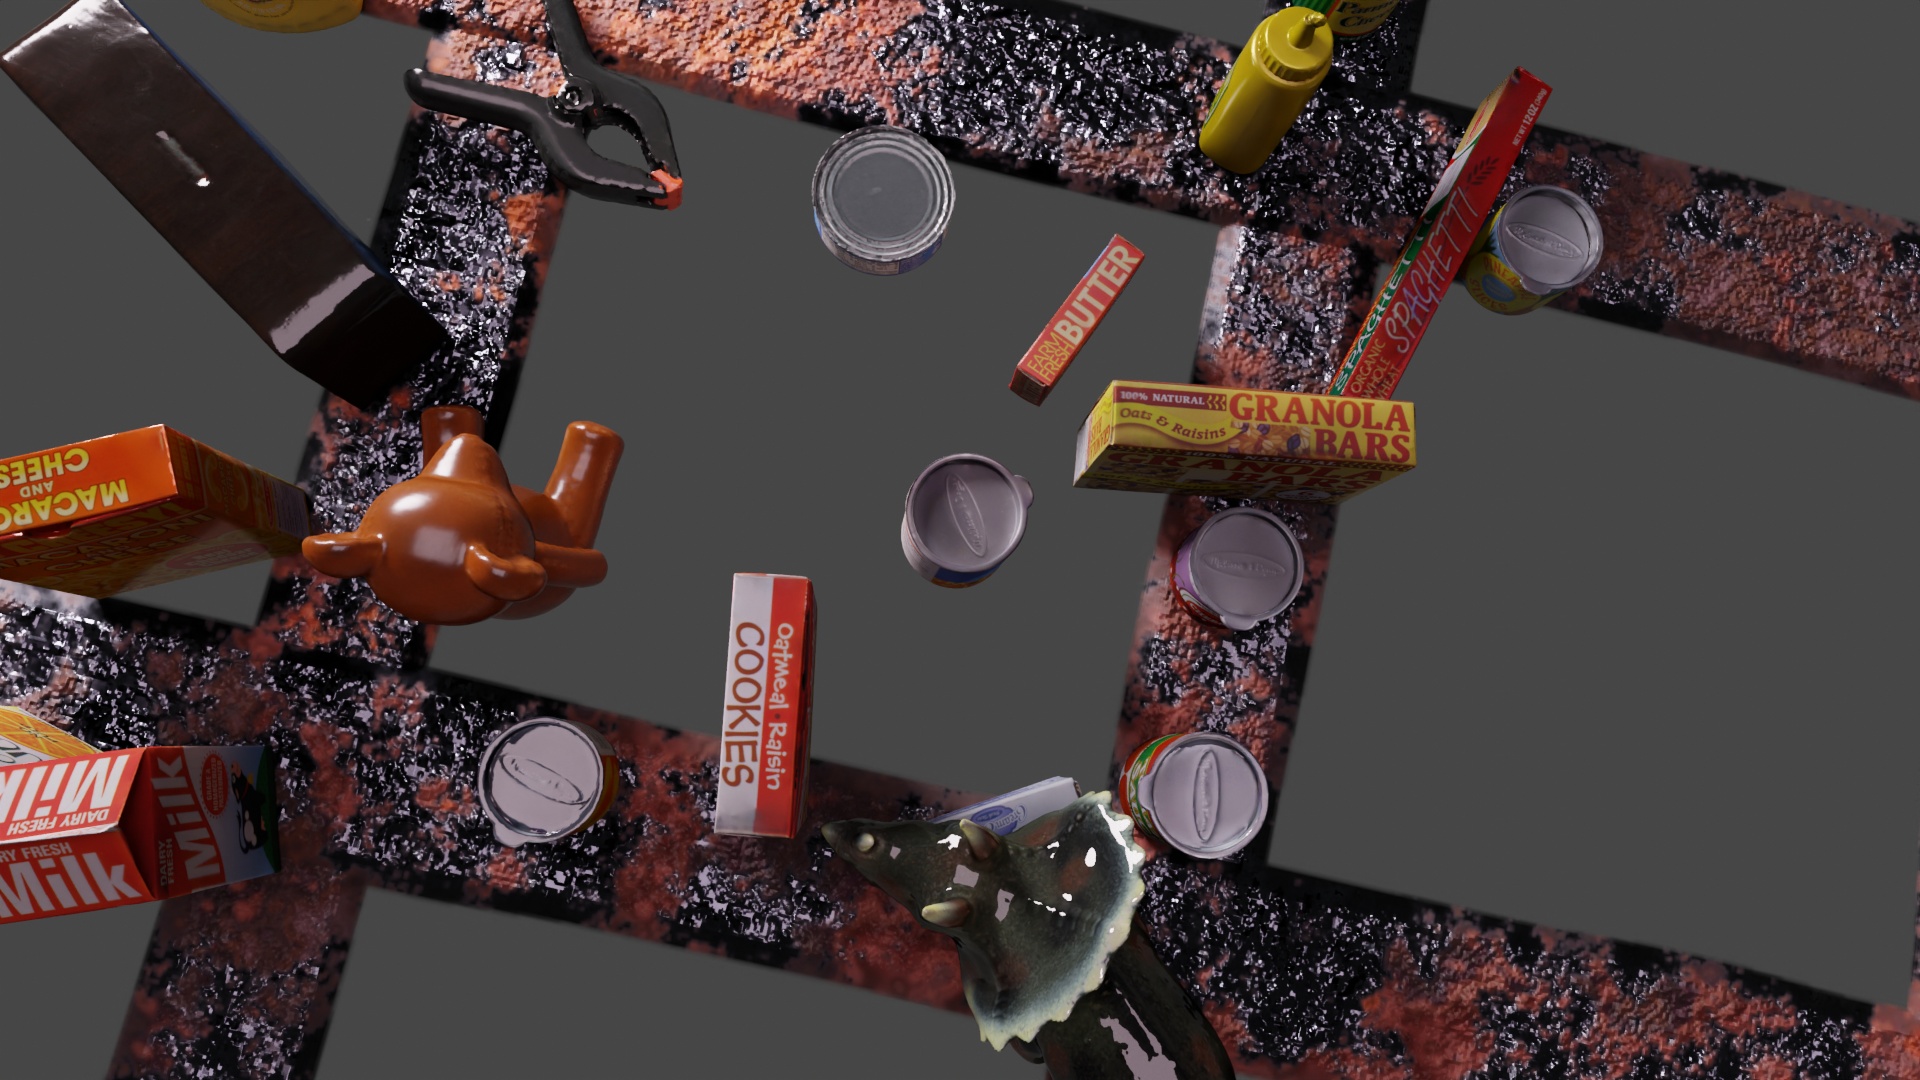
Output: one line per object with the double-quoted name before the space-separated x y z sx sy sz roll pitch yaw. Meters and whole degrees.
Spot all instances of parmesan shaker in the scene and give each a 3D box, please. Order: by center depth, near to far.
"parmesan shaker" 0.255 -0.362 0.858 0.071 0.103 0.071 1 82 -4

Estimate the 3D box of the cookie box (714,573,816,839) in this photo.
"cookie box" -0.097 0.088 0.726 0.040 0.167 0.123 3 81 -4

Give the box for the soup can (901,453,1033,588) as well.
"soup can" 0.003 -0.010 0.792 0.071 0.083 0.071 1 81 -4

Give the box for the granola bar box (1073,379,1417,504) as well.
"granola bar box" 0.156 -0.054 0.791 0.166 0.124 0.039 4 82 -4

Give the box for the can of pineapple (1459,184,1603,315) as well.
"can of pineapple" 0.350 -0.177 0.860 0.071 0.057 0.071 1 81 -4

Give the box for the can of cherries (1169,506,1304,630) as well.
"can of cherries" 0.159 0.020 0.813 0.071 0.058 0.071 1 81 -4

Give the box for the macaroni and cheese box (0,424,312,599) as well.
"macaroni and cheese box" -0.428 -0.010 0.715 0.124 0.166 0.040 -14 83 -6

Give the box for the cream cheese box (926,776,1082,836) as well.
"cream cheese box" 0.016 0.159 0.782 0.104 0.053 0.024 -17 83 -7

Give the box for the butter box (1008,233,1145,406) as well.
"butter box" 0.069 -0.130 0.832 0.024 0.053 0.103 36 80 1

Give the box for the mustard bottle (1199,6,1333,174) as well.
"mustard bottle" 0.183 -0.270 0.809 0.049 0.160 0.065 28 81 0

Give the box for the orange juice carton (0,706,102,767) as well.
"orange juice carton" -0.503 0.126 0.675 0.072 0.192 0.073 28 81 0

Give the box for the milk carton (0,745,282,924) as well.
"milk carton" -0.408 0.141 0.681 0.072 0.190 0.073 -8 82 -6

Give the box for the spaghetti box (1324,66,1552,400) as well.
"spaghetti box" 0.292 -0.177 0.859 0.029 0.050 0.250 30 80 0

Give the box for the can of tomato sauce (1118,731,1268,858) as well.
"can of tomato sauce" 0.127 0.141 0.779 0.071 0.083 0.071 1 81 -4

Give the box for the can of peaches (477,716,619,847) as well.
"can of peaches" -0.226 0.133 0.764 0.071 0.058 0.071 1 81 -4
